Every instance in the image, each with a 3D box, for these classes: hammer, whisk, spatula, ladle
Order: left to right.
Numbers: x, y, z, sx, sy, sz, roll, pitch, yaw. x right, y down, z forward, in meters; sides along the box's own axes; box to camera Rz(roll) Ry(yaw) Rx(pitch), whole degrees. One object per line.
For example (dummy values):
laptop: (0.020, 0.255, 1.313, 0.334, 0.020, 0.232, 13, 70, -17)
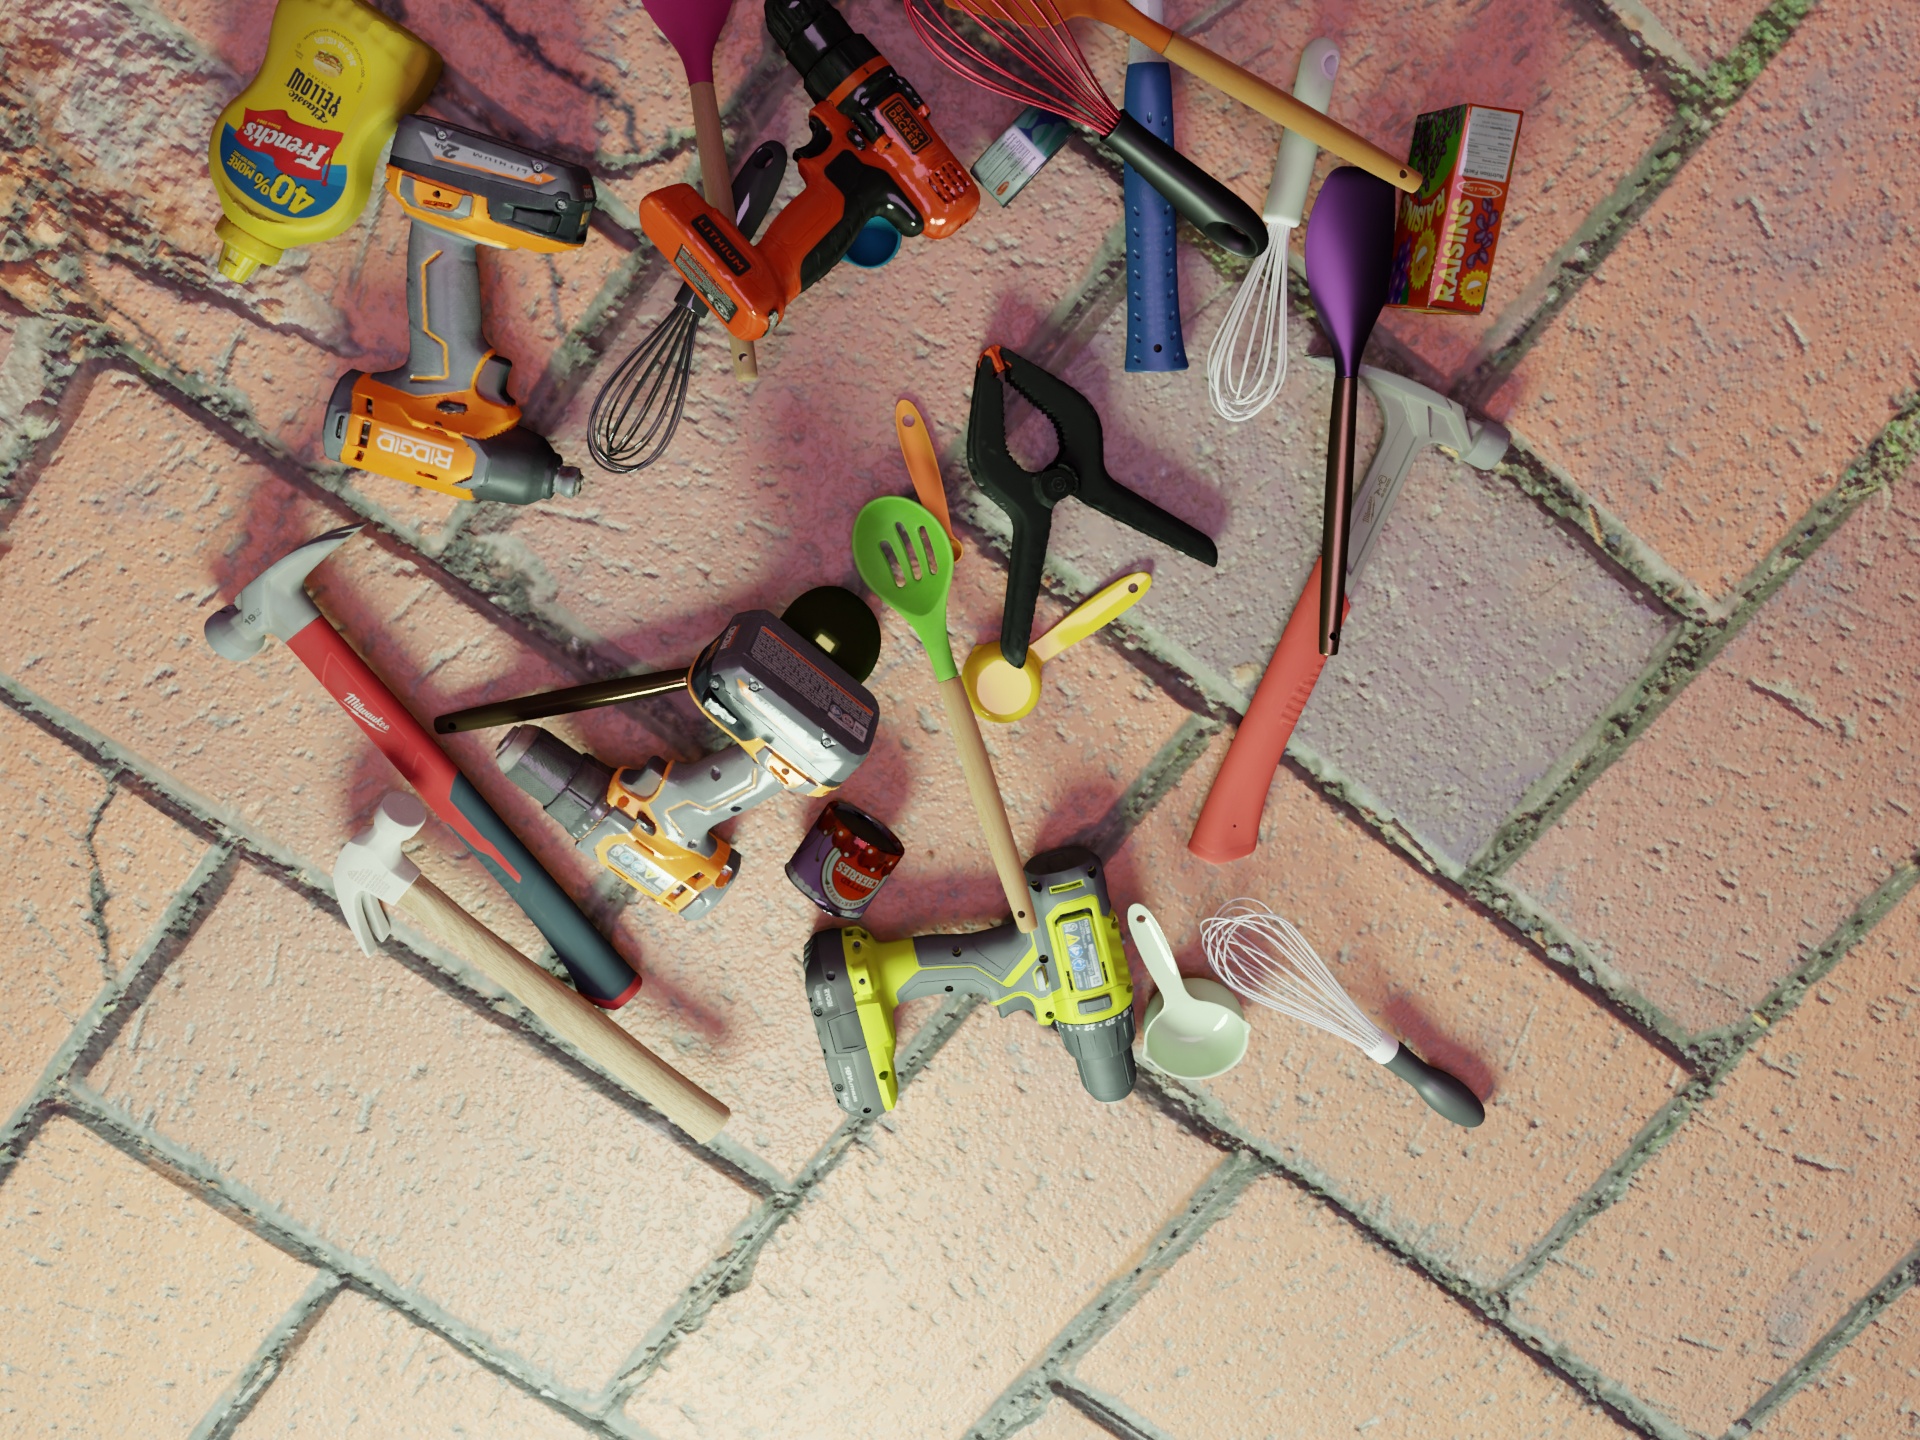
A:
hammer: (-0.343, 0.045, 1.104, 0.143, 0.038, 0.386, -31, 106, 23)
hammer: (-0.302, 0.192, 1.131, 0.331, 0.031, 0.130, 41, 123, -9)
ladle: (-0.212, -0.030, 1.107, 0.320, 0.062, 0.078, -10, 114, 8)
whisk: (-0.173, -0.267, 1.033, 0.055, 0.055, 0.239, 28, 95, -9)
whisk: (0.077, -0.372, 0.960, 0.295, 0.073, 0.073, 32, 102, -22)
hammer: (0.113, -0.428, 1.009, 0.144, 0.035, 0.405, -4, 105, -1)
spatula: (0.147, -0.408, 0.987, 0.322, 0.041, 0.081, 24, 103, -13)
whisk: (0.207, -0.318, 1.039, 0.057, 0.059, 0.246, 3, 104, -41)
hammer: (0.237, -0.067, 1.109, 0.149, 0.037, 0.359, 22, 103, -7)
spatula: (0.250, -0.200, 1.047, 0.059, 0.018, 0.316, -1, 101, -7)
whisk: (0.290, 0.224, 1.179, 0.284, 0.070, 0.070, 37, 101, -15)

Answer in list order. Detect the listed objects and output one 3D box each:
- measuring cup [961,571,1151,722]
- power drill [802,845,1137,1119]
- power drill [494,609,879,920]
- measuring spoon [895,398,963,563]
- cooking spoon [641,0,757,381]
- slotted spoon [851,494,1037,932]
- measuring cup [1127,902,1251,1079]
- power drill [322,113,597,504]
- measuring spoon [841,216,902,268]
measuring cup: (0.069, -0.054, 1.109, 0.156, 0.029, 0.062, -35, 103, 9)
power drill: (0.014, 0.208, 1.154, 0.228, 0.080, 0.190, -14, 104, -1)
power drill: (-0.187, 0.023, 1.064, 0.185, 0.084, 0.226, 39, 123, -18)
measuring spoon: (-0.022, -0.163, 1.089, 0.021, 0.011, 0.117, -16, 101, 7)
cooking spoon: (-0.158, -0.373, 0.998, 0.068, 0.017, 0.319, -9, 94, -2)
slotted spoon: (-0.002, -0.003, 1.091, 0.070, 0.031, 0.314, -17, 92, 21)
measuring cup: (0.155, 0.189, 1.157, 0.083, 0.038, 0.167, -20, 116, 13)
power drill: (-0.304, -0.252, 1.021, 0.164, 0.084, 0.226, 17, 108, -7)
measuring spoon: (-0.098, -0.303, 1.048, 0.128, 0.021, 0.042, -17, 93, 12)
